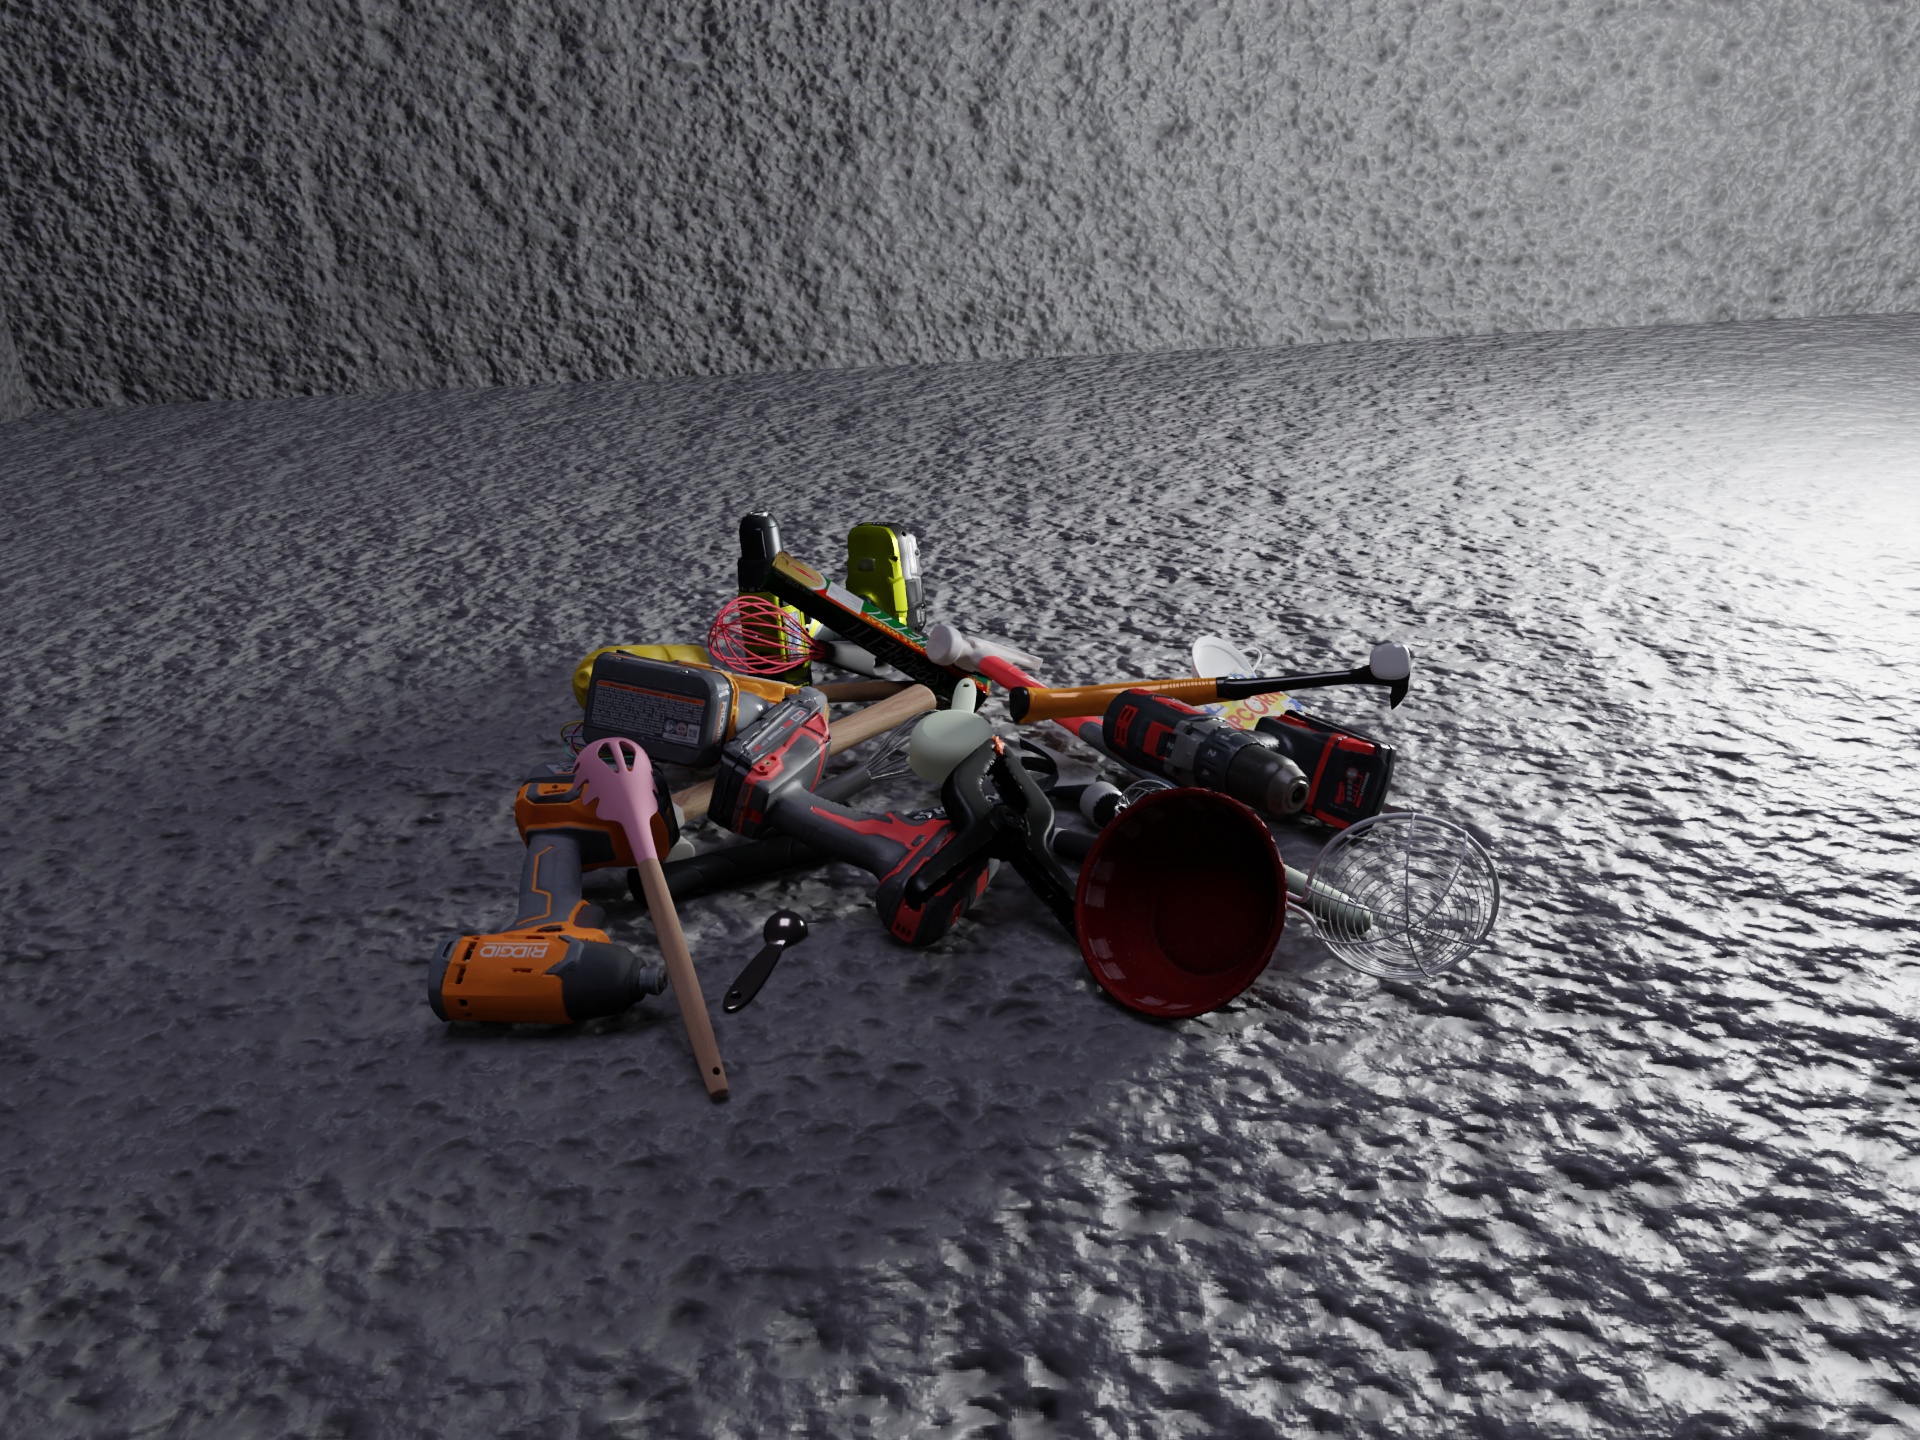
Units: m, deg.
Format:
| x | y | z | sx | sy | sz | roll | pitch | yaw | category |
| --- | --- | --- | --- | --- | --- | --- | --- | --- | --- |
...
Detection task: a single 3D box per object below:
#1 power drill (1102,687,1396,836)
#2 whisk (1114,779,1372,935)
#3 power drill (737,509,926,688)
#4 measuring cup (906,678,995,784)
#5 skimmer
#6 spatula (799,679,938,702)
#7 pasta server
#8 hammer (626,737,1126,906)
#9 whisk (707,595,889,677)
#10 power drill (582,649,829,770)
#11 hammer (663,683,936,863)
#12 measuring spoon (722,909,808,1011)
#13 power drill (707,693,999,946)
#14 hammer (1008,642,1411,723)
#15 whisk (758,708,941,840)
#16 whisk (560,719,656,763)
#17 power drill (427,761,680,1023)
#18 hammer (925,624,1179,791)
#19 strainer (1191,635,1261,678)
| x | y | z | sx | sy | sz | roll | pitch | yaw | category |
| --- | --- | --- | --- | --- | --- | --- | --- | --- | --- |
| 0.244 | 0.036 | 1.243 | 0.226 | 0.080 | 0.188 | 10 | 10 | -40 | power drill |
| 0.214 | 0.108 | 1.237 | 0.247 | 0.059 | 0.057 | 27 | 8 | 41 | whisk |
| -0.143 | -0.139 | 1.675 | 0.080 | 0.190 | 0.228 | 7 | 20 | 39 | power drill |
| -0.002 | -0.005 | 1.414 | 0.083 | 0.038 | 0.168 | 2 | 34 | 6 | measuring cup |
| 0.216 | 0.108 | 1.184 | 0.090 | 0.127 | 0.363 | -28 | 23 | -34 | skimmer |
| -0.130 | -0.020 | 1.540 | 0.317 | 0.044 | 0.082 | -4 | 49 | -38 | spatula |
| -0.214 | 0.128 | 1.121 | 0.060 | 0.040 | 0.317 | -8 | 53 | -24 | pasta server |
| -0.075 | 0.089 | 1.333 | 0.409 | 0.036 | 0.149 | -13 | 24 | -18 | hammer |
| -0.149 | -0.071 | 1.561 | 0.073 | 0.073 | 0.295 | 10 | 0 | 29 | whisk |
| -0.234 | -0.013 | 1.343 | 0.185 | 0.084 | 0.226 | 11 | 4 | 17 | power drill |
| -0.160 | 0.036 | 1.430 | 0.331 | 0.031 | 0.130 | -25 | 38 | -33 | hammer |
| -0.147 | 0.174 | 1.172 | 0.034 | 0.018 | 0.124 | 4 | 26 | 16 | measuring spoon |
| -0.074 | 0.076 | 1.242 | 0.220 | 0.078 | 0.143 | 30 | 38 | 14 | power drill |
| 0.209 | -0.025 | 1.355 | 0.337 | 0.034 | 0.127 | -5 | -11 | 13 | hammer |
| -0.089 | 0.050 | 1.415 | 0.239 | 0.055 | 0.055 | -29 | 34 | -36 | whisk |
| -0.262 | 0.025 | 1.499 | 0.245 | 0.047 | 0.051 | 4 | 23 | 9 | whisk |
| -0.278 | 0.130 | 1.180 | 0.164 | 0.084 | 0.227 | 0 | 39 | 7 | power drill |
| 0.126 | 0.009 | 1.454 | 0.143 | 0.038 | 0.387 | 15 | 14 | -42 | hammer |
| 0.219 | -0.024 | 1.503 | 0.050 | 0.087 | 0.258 | -42 | -9 | 34 | strainer |
